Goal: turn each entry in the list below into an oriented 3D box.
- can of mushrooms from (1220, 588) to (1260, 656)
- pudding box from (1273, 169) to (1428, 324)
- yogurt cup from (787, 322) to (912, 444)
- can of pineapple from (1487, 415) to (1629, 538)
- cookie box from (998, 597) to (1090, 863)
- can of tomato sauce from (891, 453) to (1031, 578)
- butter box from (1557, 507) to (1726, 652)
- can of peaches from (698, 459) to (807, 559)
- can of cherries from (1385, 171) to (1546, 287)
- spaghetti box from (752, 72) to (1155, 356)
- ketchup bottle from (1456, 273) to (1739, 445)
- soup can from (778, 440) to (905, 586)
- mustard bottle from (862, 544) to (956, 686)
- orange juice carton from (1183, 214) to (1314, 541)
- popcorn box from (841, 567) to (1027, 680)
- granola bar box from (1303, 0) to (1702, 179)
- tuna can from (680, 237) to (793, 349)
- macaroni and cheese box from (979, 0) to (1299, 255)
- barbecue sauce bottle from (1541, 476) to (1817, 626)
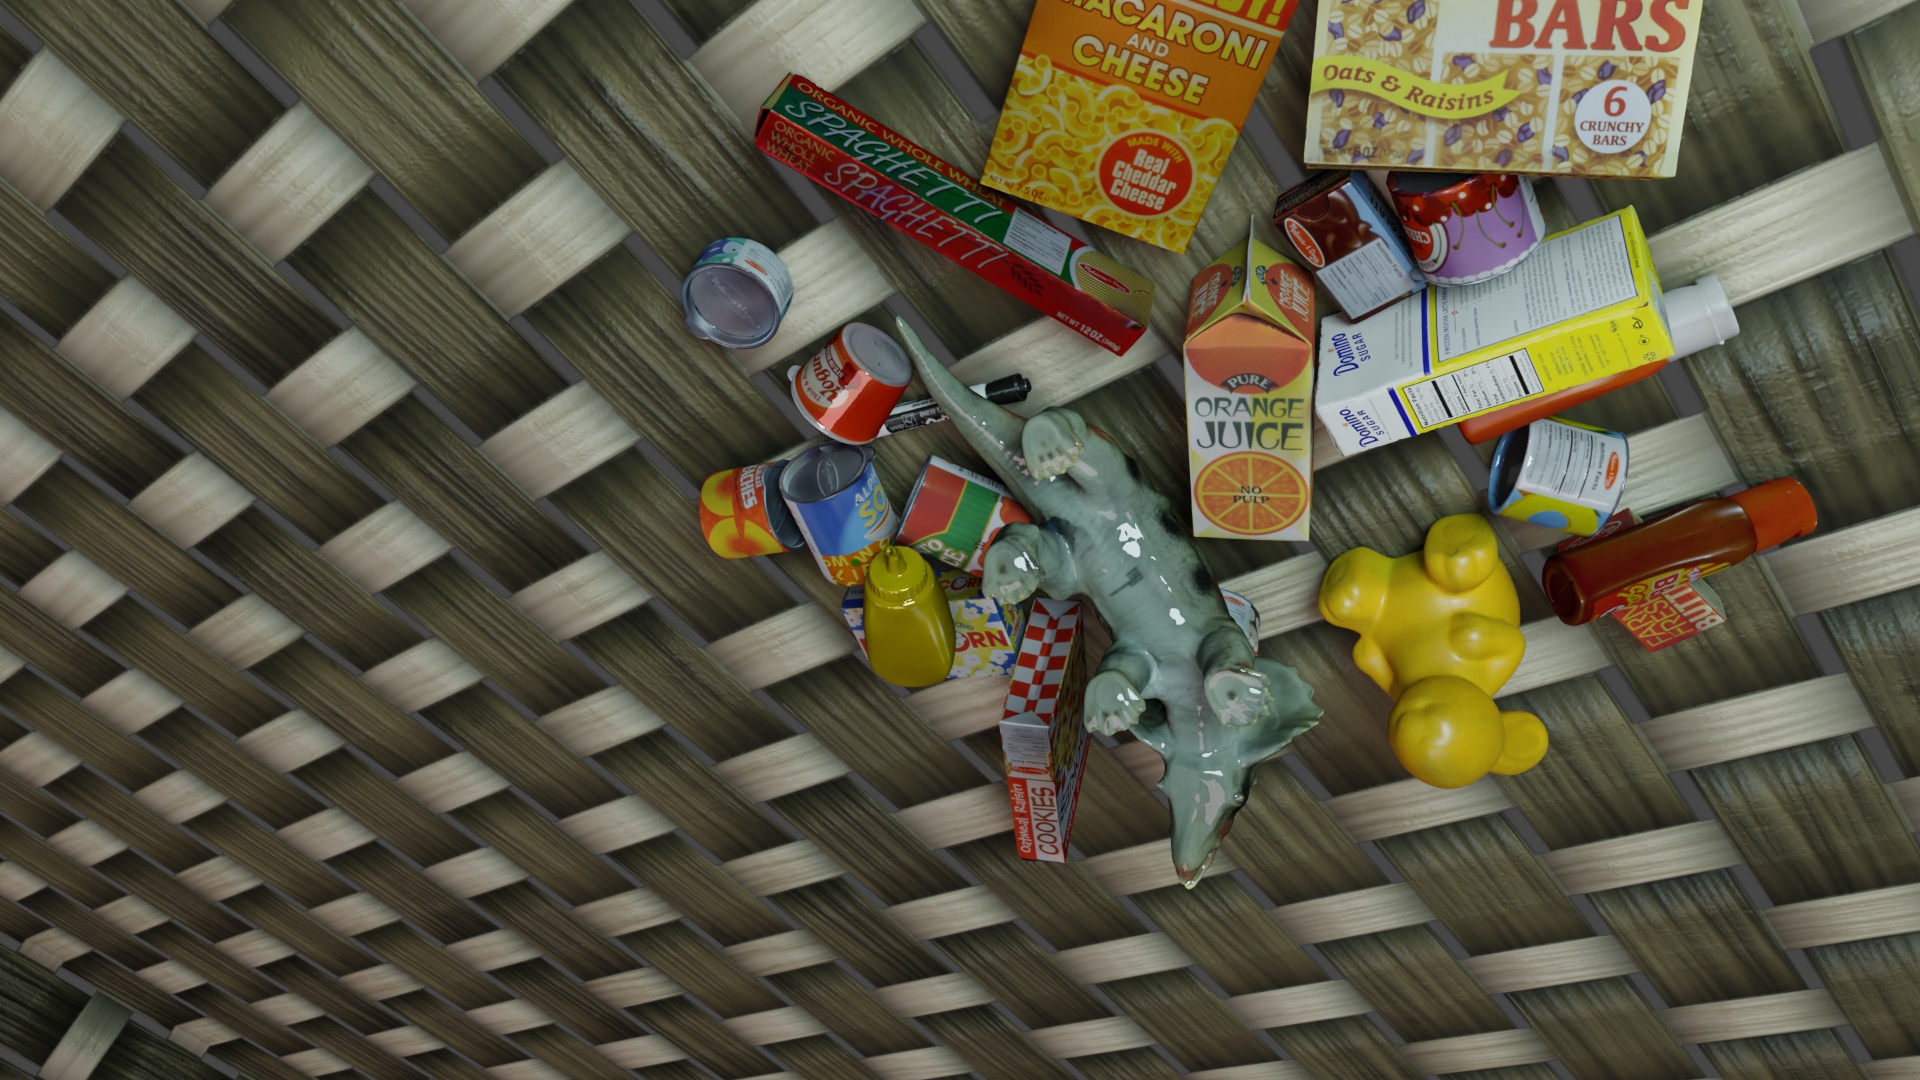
[{"bbox_3d":[0.183,0.070,1.010,0.071,0.034,0.070,8,134,9],"label":"can of mushrooms"},{"bbox_3d":[0.218,-0.166,0.772,0.049,0.030,0.083,-27,120,37],"label":"pudding box"},{"bbox_3d":[-0.068,-0.104,0.899,0.072,0.073,0.053,34,125,-15],"label":"yogurt cup"},{"bbox_3d":[0.354,-0.039,0.828,0.058,0.071,0.070,15,135,4],"label":"can of pineapple"},{"bbox_3d":[0.067,0.146,1.055,0.040,0.123,0.166,5,134,14],"label":"cookie box"},{"bbox_3d":[0.003,-0.012,0.960,0.083,0.071,0.070,23,135,-5],"label":"can of tomato sauce"},{"bbox_3d":[0.439,0.027,0.894,0.103,0.024,0.053,38,131,-19],"label":"butter box"},{"bbox_3d":[-0.147,-0.023,0.999,0.058,0.071,0.071,-8,130,25],"label":"can of peaches"},{"bbox_3d":[0.261,-0.174,0.724,0.071,0.072,0.058,-15,127,29],"label":"can of cherries"},{"bbox_3d":[-0.001,-0.188,0.805,0.250,0.050,0.028,28,133,-10],"label":"spaghetti box"},{"bbox_3d":[0.349,-0.100,0.775,0.148,0.065,0.043,-23,91,25],"label":"ketchup bottle"},{"bbox_3d":[-0.080,-0.020,0.982,0.071,0.072,0.083,-5,132,21],"label":"soup can"},{"bbox_3d":[-0.038,0.047,0.970,0.065,0.049,0.159,0,145,4],"label":"mustard bottle"},{"bbox_3d":[0.174,-0.093,0.827,0.073,0.072,0.191,2,134,15],"label":"orange juice carton"},{"bbox_3d":[-0.017,0.064,1.062,0.126,0.038,0.085,-5,130,22],"label":"popcorn box"},{"bbox_3d":[0.251,-0.235,0.651,0.165,0.039,0.124,6,103,12],"label":"granola bar box"},{"bbox_3d":[-0.144,-0.158,0.892,0.071,0.033,0.070,9,135,9],"label":"tuna can"},{"bbox_3d":[0.092,-0.244,0.729,0.124,0.040,0.165,19,136,-2],"label":"macaroni and cheese box"},{"bbox_3d":[0.428,0.004,0.828,0.148,0.044,0.064,-21,160,3],"label":"barbecue sauce bottle"}]
